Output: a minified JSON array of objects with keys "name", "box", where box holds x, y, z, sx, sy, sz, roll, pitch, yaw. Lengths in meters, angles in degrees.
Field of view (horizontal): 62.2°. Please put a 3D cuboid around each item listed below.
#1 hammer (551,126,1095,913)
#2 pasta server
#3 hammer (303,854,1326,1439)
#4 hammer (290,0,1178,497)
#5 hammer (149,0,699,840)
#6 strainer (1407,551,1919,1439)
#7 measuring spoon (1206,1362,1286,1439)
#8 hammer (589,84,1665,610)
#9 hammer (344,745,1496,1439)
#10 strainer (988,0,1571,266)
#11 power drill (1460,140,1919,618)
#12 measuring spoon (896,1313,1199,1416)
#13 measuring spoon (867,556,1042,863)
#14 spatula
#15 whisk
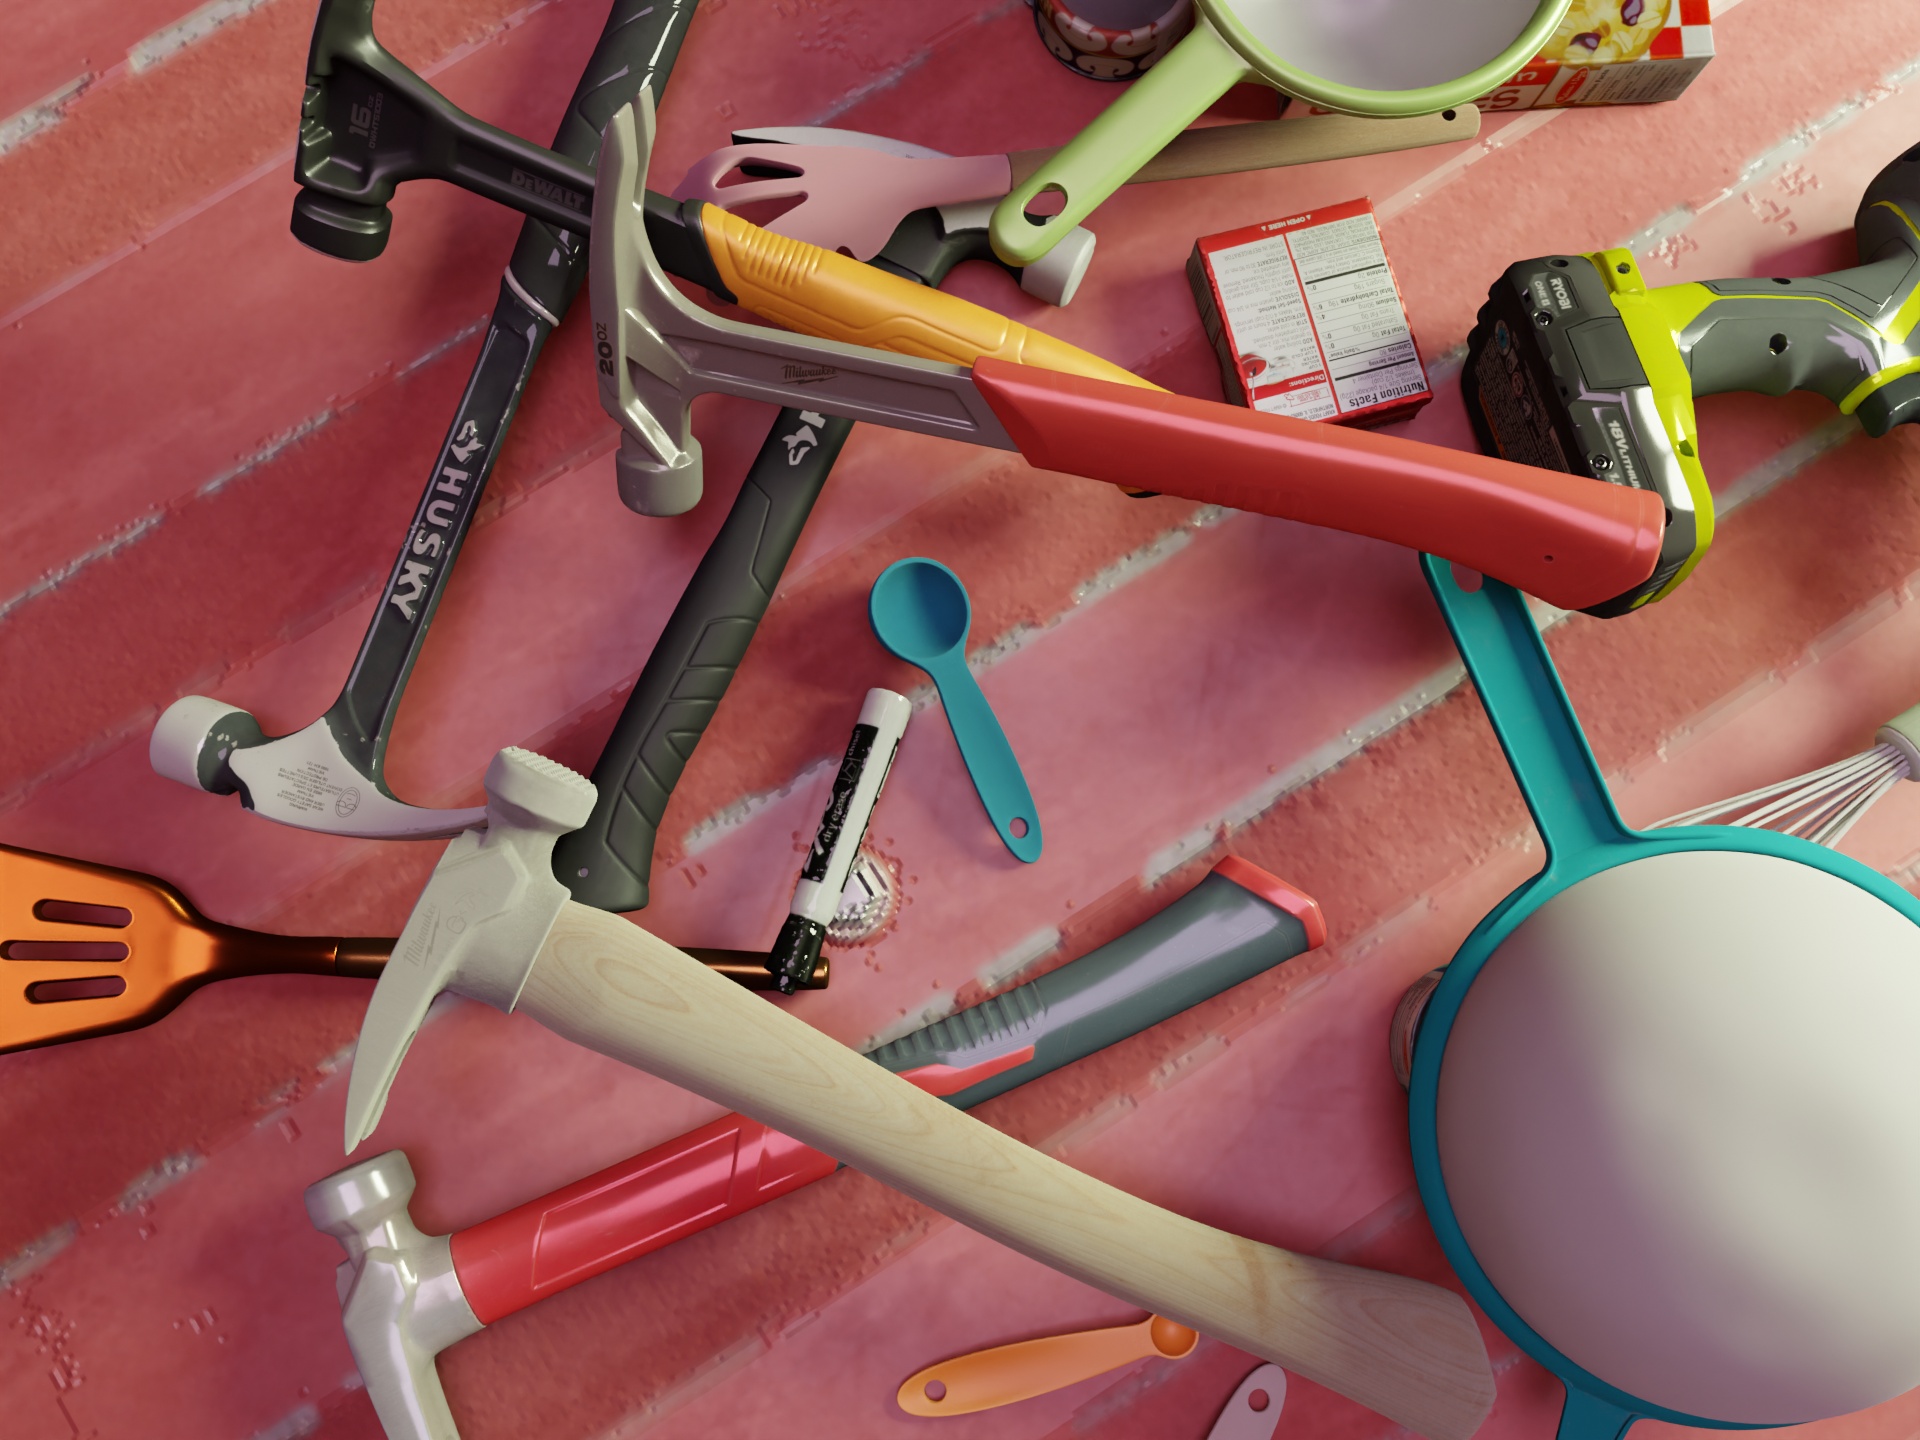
[{"name":"hammer","box":[-0.083,-0.076,0.621,0.146,0.035,0.335,26,84,2]},{"name":"pasta server","box":[0.044,-0.208,0.608,0.316,0.040,0.060,-9,85,-6]},{"name":"hammer","box":[-0.038,0.161,0.593,0.386,0.038,0.143,-23,85,-3]},{"name":"hammer","box":[-0.061,-0.164,0.562,0.336,0.127,0.034,21,39,-10]},{"name":"hammer","box":[-0.170,-0.147,0.620,0.149,0.036,0.409,18,82,13]},{"name":"strainer","box":[0.237,0.082,0.527,0.211,0.095,0.340,-23,86,5]},{"name":"measuring spoon","box":[0.086,0.295,0.593,0.034,0.018,0.124,33,78,3]},{"name":"hammer","box":[0.052,-0.104,0.531,0.359,0.149,0.037,12,42,5]},{"name":"hammer","box":[-0.006,0.163,0.557,0.410,0.038,0.146,26,89,-3]},{"name":"strainer","box":[0.107,-0.249,0.584,0.256,0.069,0.151,-42,90,-2]},{"name":"power drill","box":[0.325,-0.114,0.592,0.228,0.080,0.191,-12,70,-2]},{"name":"measuring spoon","box":[0.033,0.241,0.599,0.117,0.011,0.021,-15,83,2]},{"name":"measuring spoon","box":[-0.001,-0.002,0.624,0.042,0.021,0.128,-26,93,-25]},{"name":"spatula","box":[-0.211,0.091,0.598,0.322,0.041,0.081,2,83,-1]},{"name":"whisk","box":[0.345,0.017,0.594,0.246,0.059,0.057,-33,125,1]}]
